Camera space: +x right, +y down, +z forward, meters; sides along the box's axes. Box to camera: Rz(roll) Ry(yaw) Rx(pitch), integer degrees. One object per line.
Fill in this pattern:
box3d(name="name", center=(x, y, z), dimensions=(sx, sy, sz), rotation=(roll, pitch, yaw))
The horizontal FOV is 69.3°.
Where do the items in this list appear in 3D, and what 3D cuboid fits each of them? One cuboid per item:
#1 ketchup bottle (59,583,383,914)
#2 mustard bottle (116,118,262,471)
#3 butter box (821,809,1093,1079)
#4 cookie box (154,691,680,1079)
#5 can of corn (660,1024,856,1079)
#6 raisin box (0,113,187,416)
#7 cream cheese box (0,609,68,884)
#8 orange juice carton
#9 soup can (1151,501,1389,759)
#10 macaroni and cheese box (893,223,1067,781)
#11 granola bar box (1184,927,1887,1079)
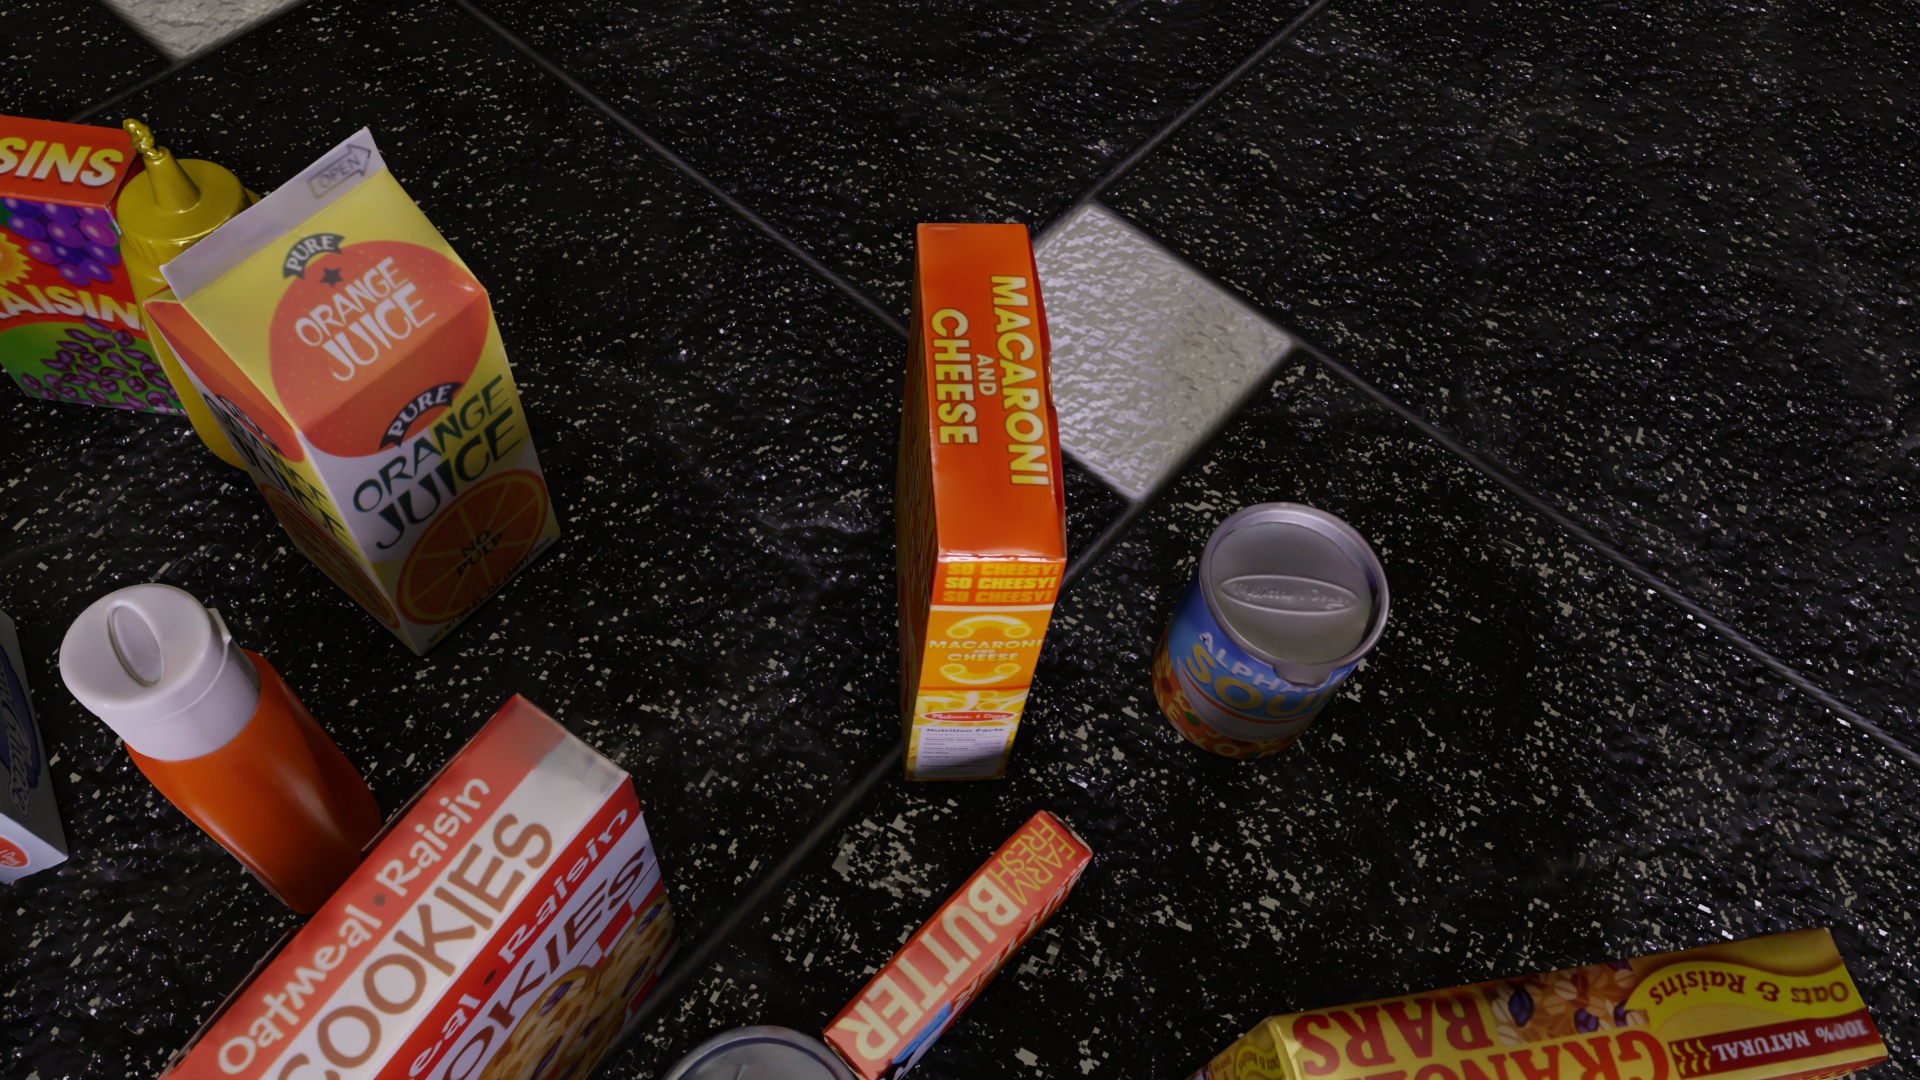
box3d(name="ketchup bottle", center=(-0.217, 0.063, 0.418), dimensions=(0.044, 0.148, 0.065), rotation=(-31, 67, -22))
box3d(name="mustard bottle", center=(-0.260, -0.085, 0.496), dimensions=(0.049, 0.159, 0.065), rotation=(5, 59, -3))
box3d(name="butter box", center=(-0.002, 0.137, 0.453), dimensions=(0.024, 0.053, 0.104), rotation=(41, 63, 17))
box3d(name="cookie box", center=(-0.135, 0.129, 0.376), dimensions=(0.040, 0.166, 0.123), rotation=(30, 61, 12))
box3d(name="can of corn", center=(-0.063, 0.185, 0.414), dimensions=(0.071, 0.058, 0.071), rotation=(3, 59, -5))
box3d(name="raisin box", center=(-0.327, -0.100, 0.518), dimensions=(0.086, 0.122, 0.040), rotation=(7, 59, -2))
box3d(name="cream cheese box", center=(-0.331, 0.059, 0.463), dimensions=(0.024, 0.053, 0.104), rotation=(-23, 64, -18))
box3d(name="orange juice carton", center=(-0.197, -0.046, 0.460), dimensions=(0.073, 0.191, 0.072), rotation=(36, 62, 15))
box3d(name="soup can", center=(0.110, 0.037, 0.506), dimensions=(0.071, 0.083, 0.071), rotation=(3, 59, -5))
box3d(name="macaroni and cheese box", center=(0.002, -0.006, 0.473), dimensions=(0.040, 0.165, 0.124), rotation=(0, 59, -6))
box3d(name="granola bar box", center=(0.158, 0.161, 0.414), dimensions=(0.166, 0.123, 0.039), rotation=(-6, 60, -10))
